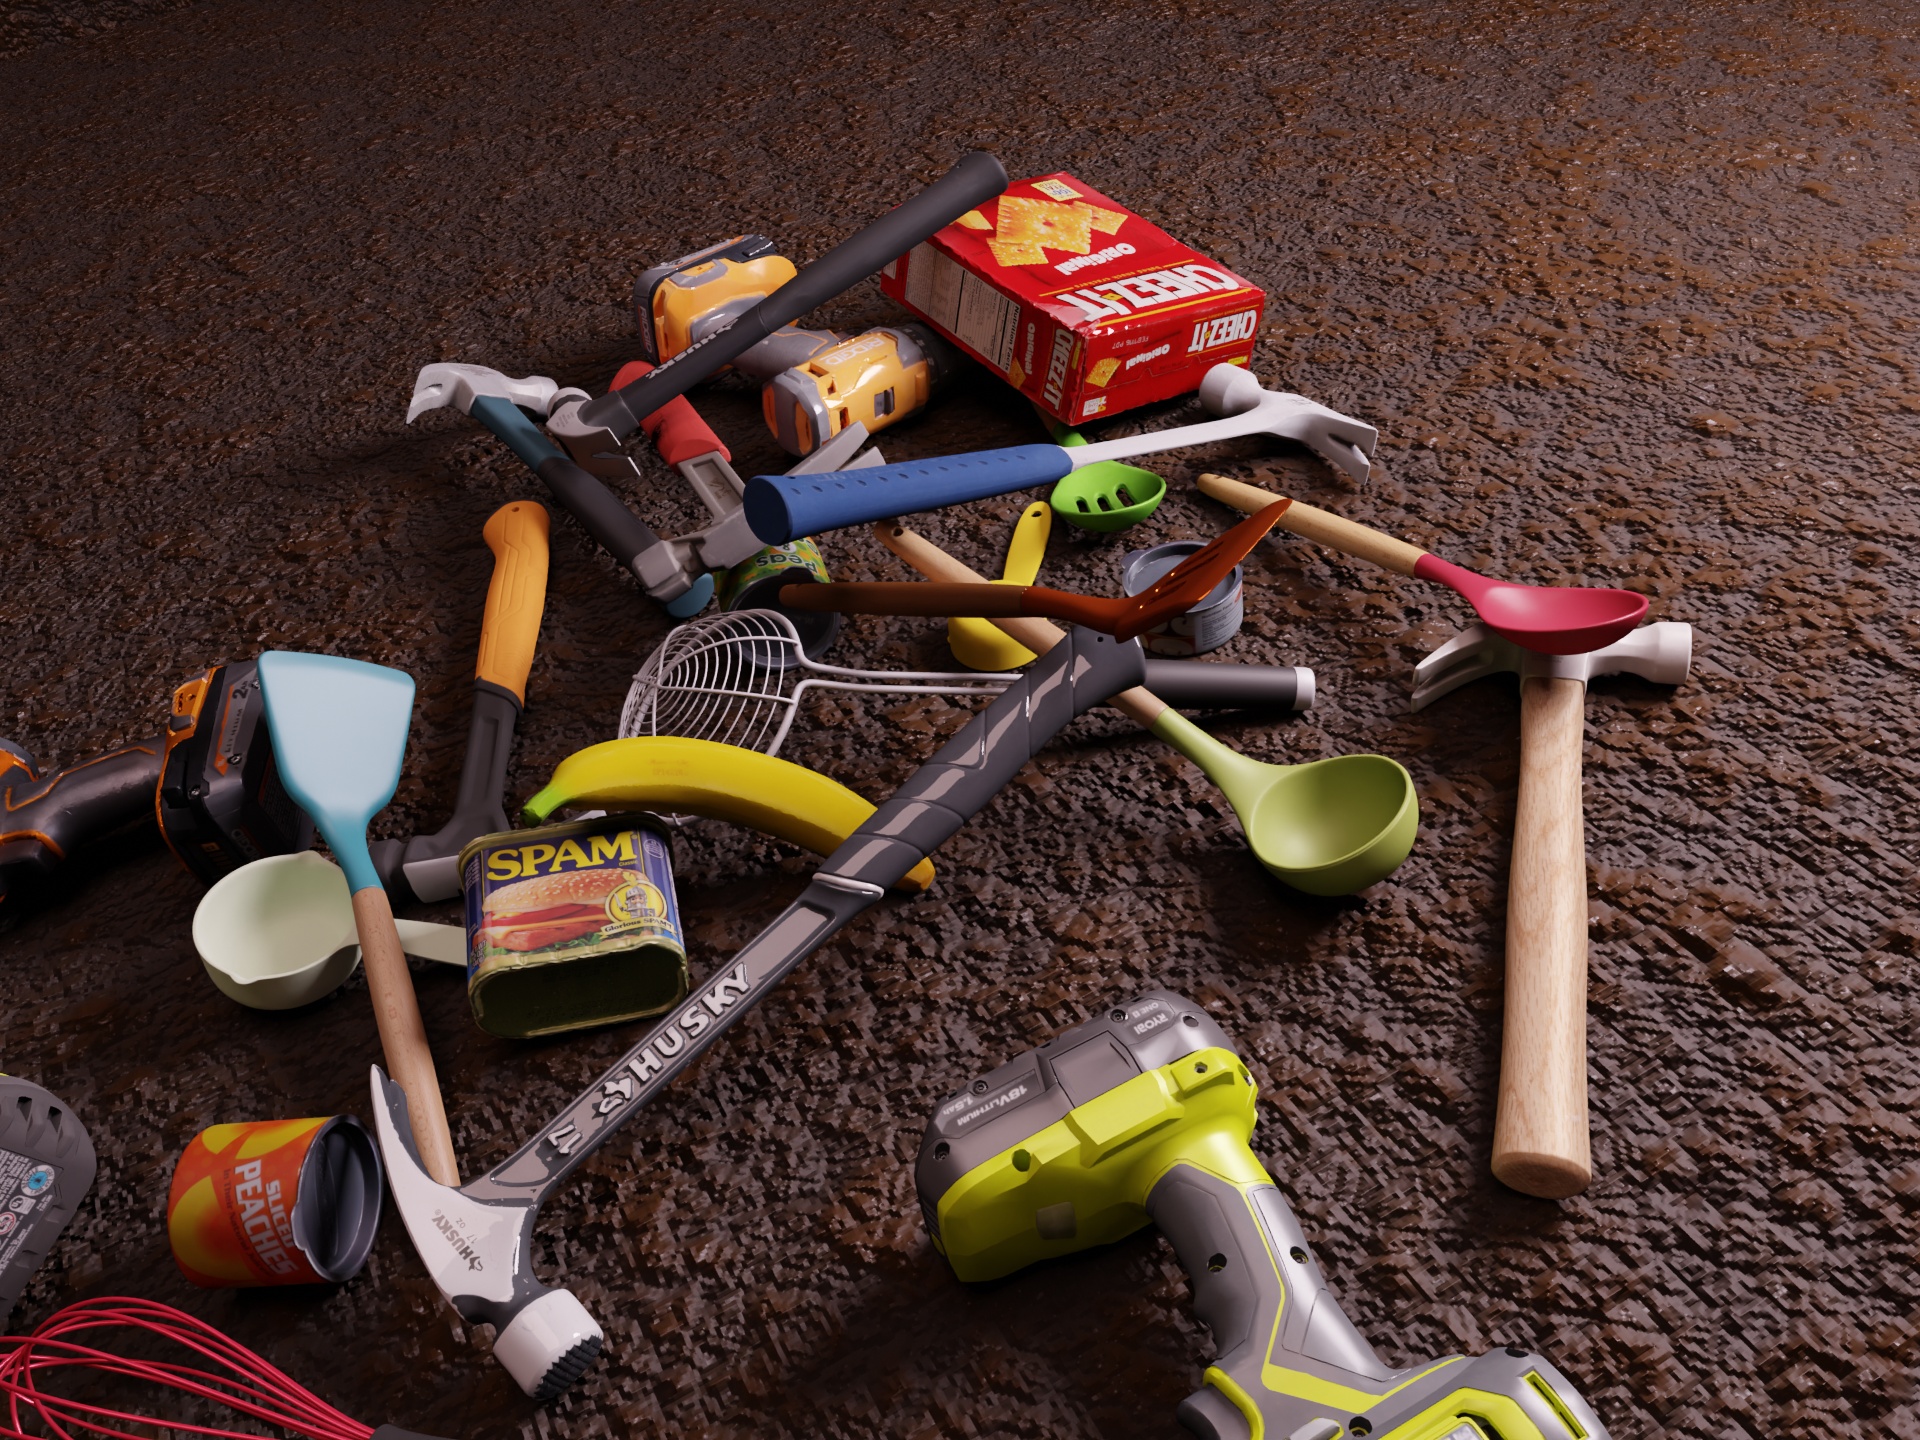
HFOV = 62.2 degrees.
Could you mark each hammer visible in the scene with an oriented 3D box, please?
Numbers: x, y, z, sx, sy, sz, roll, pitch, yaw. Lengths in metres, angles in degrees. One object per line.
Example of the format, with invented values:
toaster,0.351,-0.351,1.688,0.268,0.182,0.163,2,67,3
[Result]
hammer,-0.067,0.082,0.685,0.149,0.036,0.409,39,69,25
hammer,-0.259,-0.159,1.049,0.128,0.033,0.331,-1,33,-45
hammer,-0.260,-0.031,0.928,0.127,0.034,0.337,-12,41,0
hammer,0.260,0.061,0.710,0.130,0.031,0.331,5,44,18
hammer,-0.165,-0.180,1.013,0.149,0.036,0.359,-34,31,-4
hammer,-0.113,-0.263,1.016,0.335,0.035,0.146,-34,31,-4
hammer,0.066,-0.146,0.891,0.405,0.035,0.144,-17,36,-36

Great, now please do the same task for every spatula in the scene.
spatula,0.013,-0.065,0.757,0.323,0.041,0.081,5,41,46
spatula,-0.269,0.095,0.742,0.082,0.044,0.318,11,38,-43

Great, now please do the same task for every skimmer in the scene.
skimmer,-0.001,-0.003,0.841,0.363,0.090,0.127,1,55,-2

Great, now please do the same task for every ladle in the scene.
ladle,0.231,-0.092,0.863,0.069,0.031,0.316,-19,30,-25
ladle,0.077,-0.022,0.770,0.320,0.062,0.078,36,65,22

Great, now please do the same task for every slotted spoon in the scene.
slotted spoon,0.064,-0.205,1.060,0.070,0.031,0.314,-15,39,-5

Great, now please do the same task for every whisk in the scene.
whisk,-0.229,0.262,0.573,0.296,0.073,0.073,6,44,11

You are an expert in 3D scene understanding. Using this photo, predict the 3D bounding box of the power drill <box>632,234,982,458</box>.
power drill,-0.103,-0.276,1.139,0.185,0.084,0.226,-32,49,-31

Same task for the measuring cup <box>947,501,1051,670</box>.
measuring cup,0.031,-0.090,0.932,0.062,0.029,0.157,2,44,15

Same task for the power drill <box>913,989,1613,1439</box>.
power drill,0.076,0.218,0.541,0.190,0.080,0.229,-24,45,-15

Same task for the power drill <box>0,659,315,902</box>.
power drill,-0.465,0.059,0.841,0.226,0.084,0.164,-14,43,2

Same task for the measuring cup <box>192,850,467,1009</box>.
measuring cup,-0.286,0.114,0.779,0.167,0.038,0.083,10,44,-1

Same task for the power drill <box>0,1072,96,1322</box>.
power drill,-0.492,0.194,0.683,0.223,0.080,0.171,16,68,32
